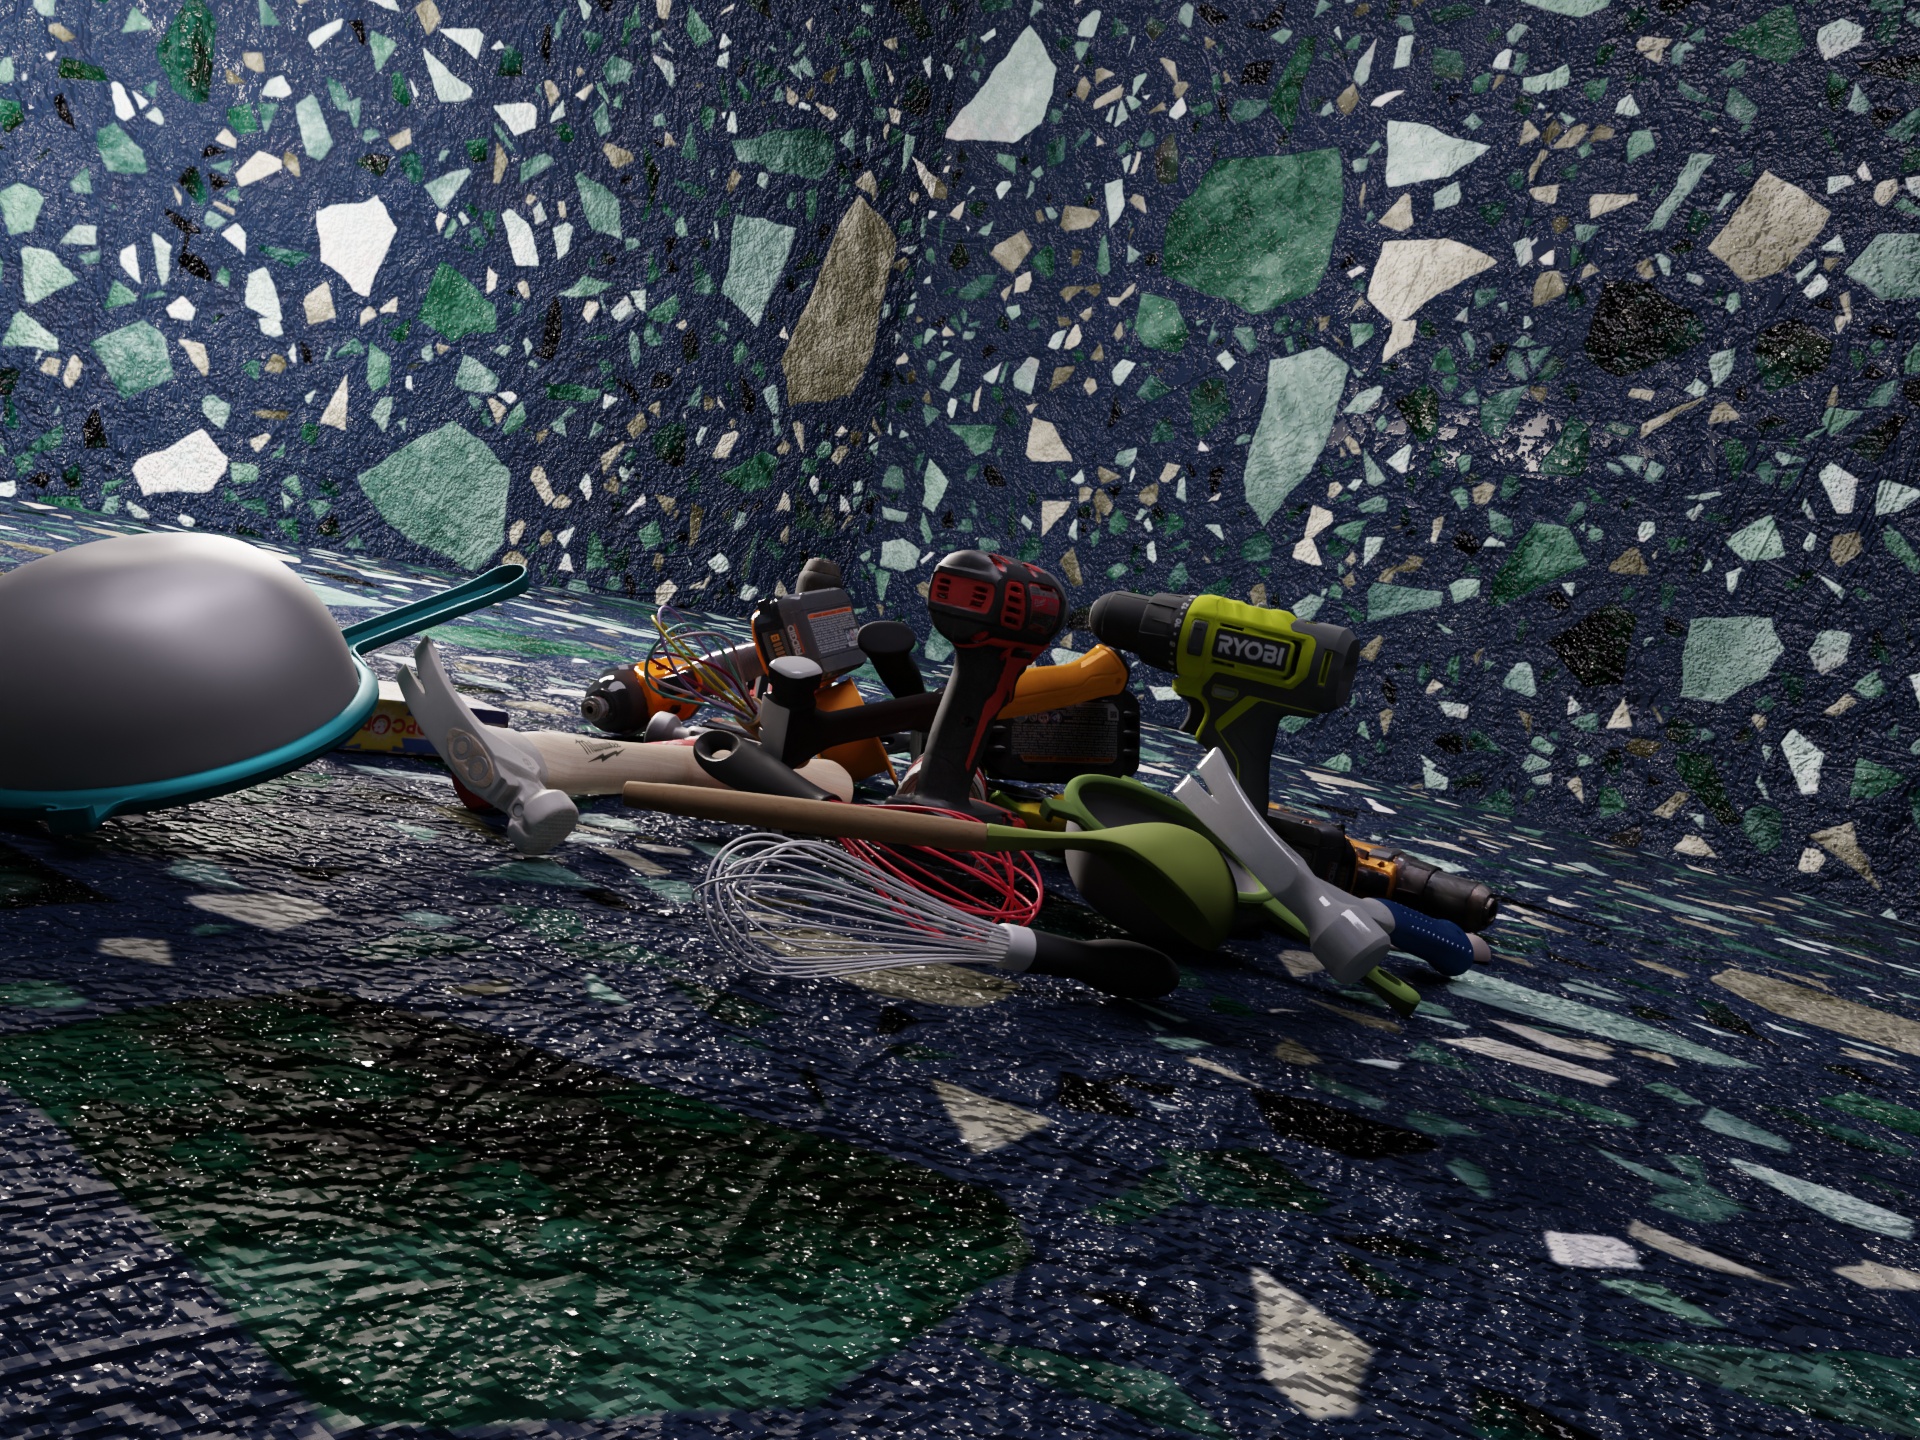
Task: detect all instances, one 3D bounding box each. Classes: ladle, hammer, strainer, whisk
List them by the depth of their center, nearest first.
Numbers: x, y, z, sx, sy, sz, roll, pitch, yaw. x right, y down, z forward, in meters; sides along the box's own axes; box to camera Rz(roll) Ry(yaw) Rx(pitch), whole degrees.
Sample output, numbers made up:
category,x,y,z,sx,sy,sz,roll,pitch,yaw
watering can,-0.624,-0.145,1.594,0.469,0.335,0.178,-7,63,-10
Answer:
category,x,y,z,sx,sy,sz,roll,pitch,yaw
whisk,-0.001,0.108,0.793,0.284,0.070,0.070,16,3,-31
ladle,-0.015,0.069,0.817,0.320,0.062,0.078,7,-13,-3
strainer,-0.363,-0.060,0.822,0.211,0.095,0.340,15,29,32
whisk,-0.065,0.061,0.944,0.296,0.073,0.073,24,11,40
hammer,0.246,0.112,0.964,0.144,0.035,0.405,50,13,29
strainer,0.165,0.127,1.012,0.256,0.069,0.151,34,18,21
whisk,-0.145,-0.009,1.036,0.047,0.051,0.244,18,-13,20
hammer,-0.192,0.026,1.058,0.146,0.038,0.410,47,15,20
hammer,-0.227,0.034,1.128,0.143,0.038,0.386,15,5,12
hammer,-0.002,-0.004,1.134,0.336,0.127,0.034,-12,31,-41
hammer,-0.047,-0.022,1.444,0.149,0.036,0.408,-6,-13,4

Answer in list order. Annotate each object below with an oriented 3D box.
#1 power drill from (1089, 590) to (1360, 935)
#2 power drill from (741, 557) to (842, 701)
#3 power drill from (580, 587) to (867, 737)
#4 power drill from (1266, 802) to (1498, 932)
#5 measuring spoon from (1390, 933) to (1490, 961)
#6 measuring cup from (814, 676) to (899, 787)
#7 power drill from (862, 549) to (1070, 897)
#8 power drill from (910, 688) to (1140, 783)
category,x,y,z,sx,sy,sz,roll,pitch,yaw
power drill,0.165,0.022,1.136,0.191,0.228,0.080,15,5,24
power drill,-0.163,-0.065,1.588,0.080,0.188,0.227,11,1,-12
power drill,-0.212,-0.043,1.375,0.226,0.084,0.164,-18,2,20
power drill,0.298,0.122,1.237,0.185,0.084,0.226,15,0,38
measuring spoon,0.352,0.167,1.207,0.124,0.018,0.034,10,6,-25
measuring cup,-0.093,0.028,1.350,0.052,0.095,0.174,-21,25,-7
power drill,0.016,0.000,1.063,0.079,0.219,0.143,15,6,28
power drill,0.063,0.015,1.351,0.171,0.080,0.223,2,-4,-14
